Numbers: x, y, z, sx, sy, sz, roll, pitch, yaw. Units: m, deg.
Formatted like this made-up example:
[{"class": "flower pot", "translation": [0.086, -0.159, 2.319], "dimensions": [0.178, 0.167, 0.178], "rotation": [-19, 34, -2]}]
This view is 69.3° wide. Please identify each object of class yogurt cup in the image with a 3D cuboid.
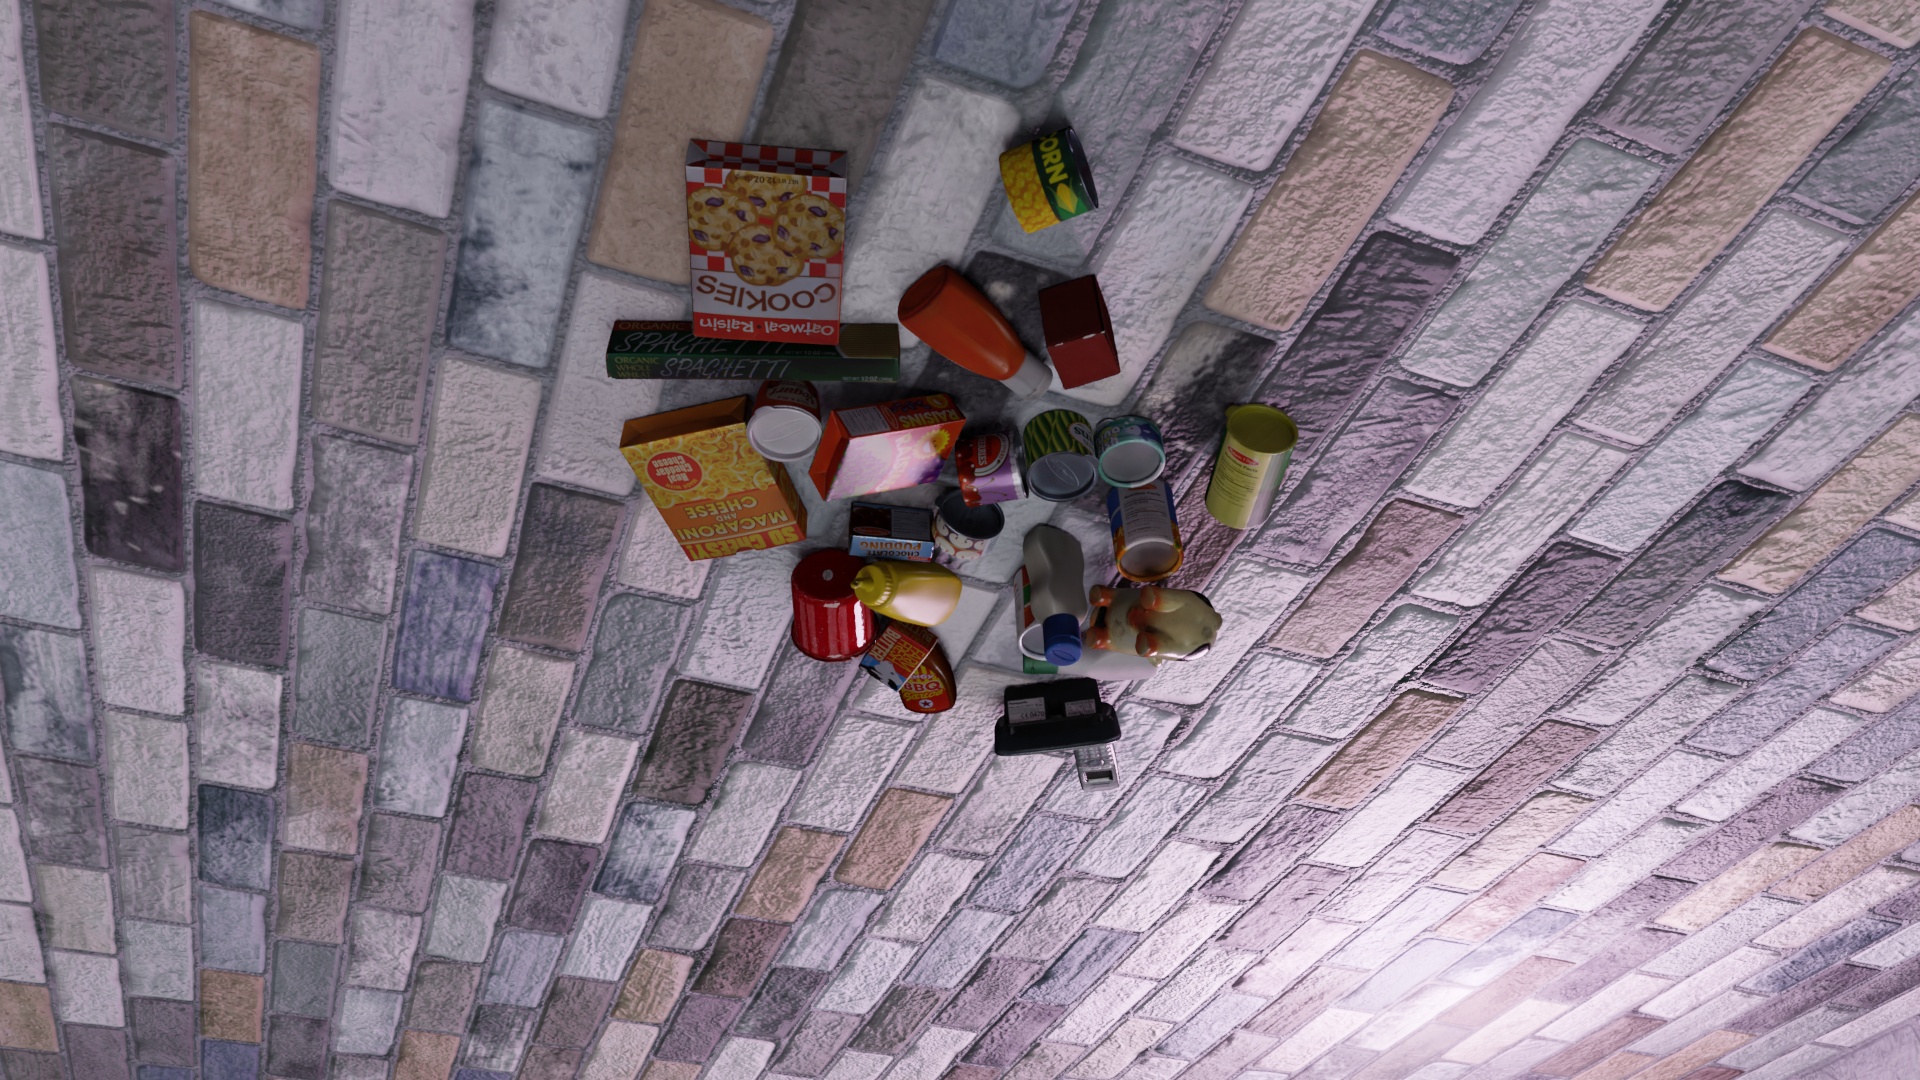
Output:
[{"class": "yogurt cup", "translation": [-0.156, -0.112, 1.246], "dimensions": [0.072, 0.054, 0.072], "rotation": [-1, 138, -1]}]

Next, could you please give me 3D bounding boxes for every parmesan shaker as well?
[{"class": "parmesan shaker", "translation": [0.269, -0.070, 1.304], "dimensions": [0.071, 0.072, 0.102], "rotation": [2, 138, -5]}]

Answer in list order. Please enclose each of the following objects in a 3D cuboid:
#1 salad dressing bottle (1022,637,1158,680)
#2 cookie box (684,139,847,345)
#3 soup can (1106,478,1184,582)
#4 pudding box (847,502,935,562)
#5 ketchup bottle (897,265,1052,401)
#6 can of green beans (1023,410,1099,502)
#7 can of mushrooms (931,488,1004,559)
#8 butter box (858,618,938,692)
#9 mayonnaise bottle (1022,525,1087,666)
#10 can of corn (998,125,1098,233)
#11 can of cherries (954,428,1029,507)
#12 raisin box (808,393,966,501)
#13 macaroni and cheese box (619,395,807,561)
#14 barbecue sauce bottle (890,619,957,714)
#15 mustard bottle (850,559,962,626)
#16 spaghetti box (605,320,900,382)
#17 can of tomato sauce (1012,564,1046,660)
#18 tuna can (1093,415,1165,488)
[{"class": "salad dressing bottle", "translation": [0.142, 0.128, 1.529], "dimensions": [0.148, 0.044, 0.064], "rotation": [-1, 139, 0]}, {"class": "cookie box", "translation": [-0.156, -0.235, 1.121], "dimensions": [0.123, 0.040, 0.166], "rotation": [3, 137, -6]}, {"class": "soup can", "translation": [0.179, -0.009, 1.351], "dimensions": [0.071, 0.084, 0.071], "rotation": [-1, 138, -1]}, {"class": "pudding box", "translation": [-0.068, -0.009, 1.366], "dimensions": [0.084, 0.050, 0.030], "rotation": [6, 133, -9]}, {"class": "ketchup bottle", "translation": [0.018, -0.172, 1.195], "dimensions": [0.064, 0.044, 0.148], "rotation": [-33, 129, 31]}, {"class": "can of green beans", "translation": [0.093, -0.079, 1.290], "dimensions": [0.071, 0.058, 0.071], "rotation": [-1, 137, -1]}, {"class": "can of mushrooms", "translation": [0.005, -0.017, 1.349], "dimensions": [0.071, 0.071, 0.033], "rotation": [10, 137, -12]}, {"class": "butter box", "translation": [-0.066, 0.118, 1.463], "dimensions": [0.053, 0.024, 0.103], "rotation": [33, 142, -3]}, {"class": "mayonnaise bottle", "translation": [0.095, 0.055, 1.368], "dimensions": [0.065, 0.149, 0.041], "rotation": [26, 131, -27]}, {"class": "can of corn", "translation": [0.067, -0.277, 1.065], "dimensions": [0.058, 0.071, 0.071], "rotation": [-17, 135, 16]}, {"class": "can of cherries", "translation": [0.029, -0.069, 1.292], "dimensions": [0.058, 0.072, 0.071], "rotation": [-9, 137, 9]}, {"class": "raisin box", "translation": [-0.066, -0.084, 1.253], "dimensions": [0.124, 0.040, 0.085], "rotation": [-12, 145, -34]}, {"class": "macaroni and cheese box", "translation": [-0.230, -0.054, 1.316], "dimensions": [0.124, 0.040, 0.165], "rotation": [-11, 137, 10]}, {"class": "barbecue sauce bottle", "translation": [-0.045, 0.132, 1.524], "dimensions": [0.065, 0.044, 0.147], "rotation": [-2, 137, 10]}, {"class": "mustard bottle", "translation": [-0.061, 0.047, 1.377], "dimensions": [0.160, 0.049, 0.065], "rotation": [14, 102, -56]}, {"class": "spaghetti box", "translation": [-0.177, -0.162, 1.193], "dimensions": [0.250, 0.050, 0.028], "rotation": [0, 135, -3]}, {"class": "can of tomato sauce", "translation": [0.091, 0.072, 1.435], "dimensions": [0.071, 0.083, 0.070], "rotation": [-1, 138, -1]}, {"class": "tuna can", "translation": [0.157, -0.084, 1.306], "dimensions": [0.071, 0.033, 0.070], "rotation": [-2, 138, -1]}]
